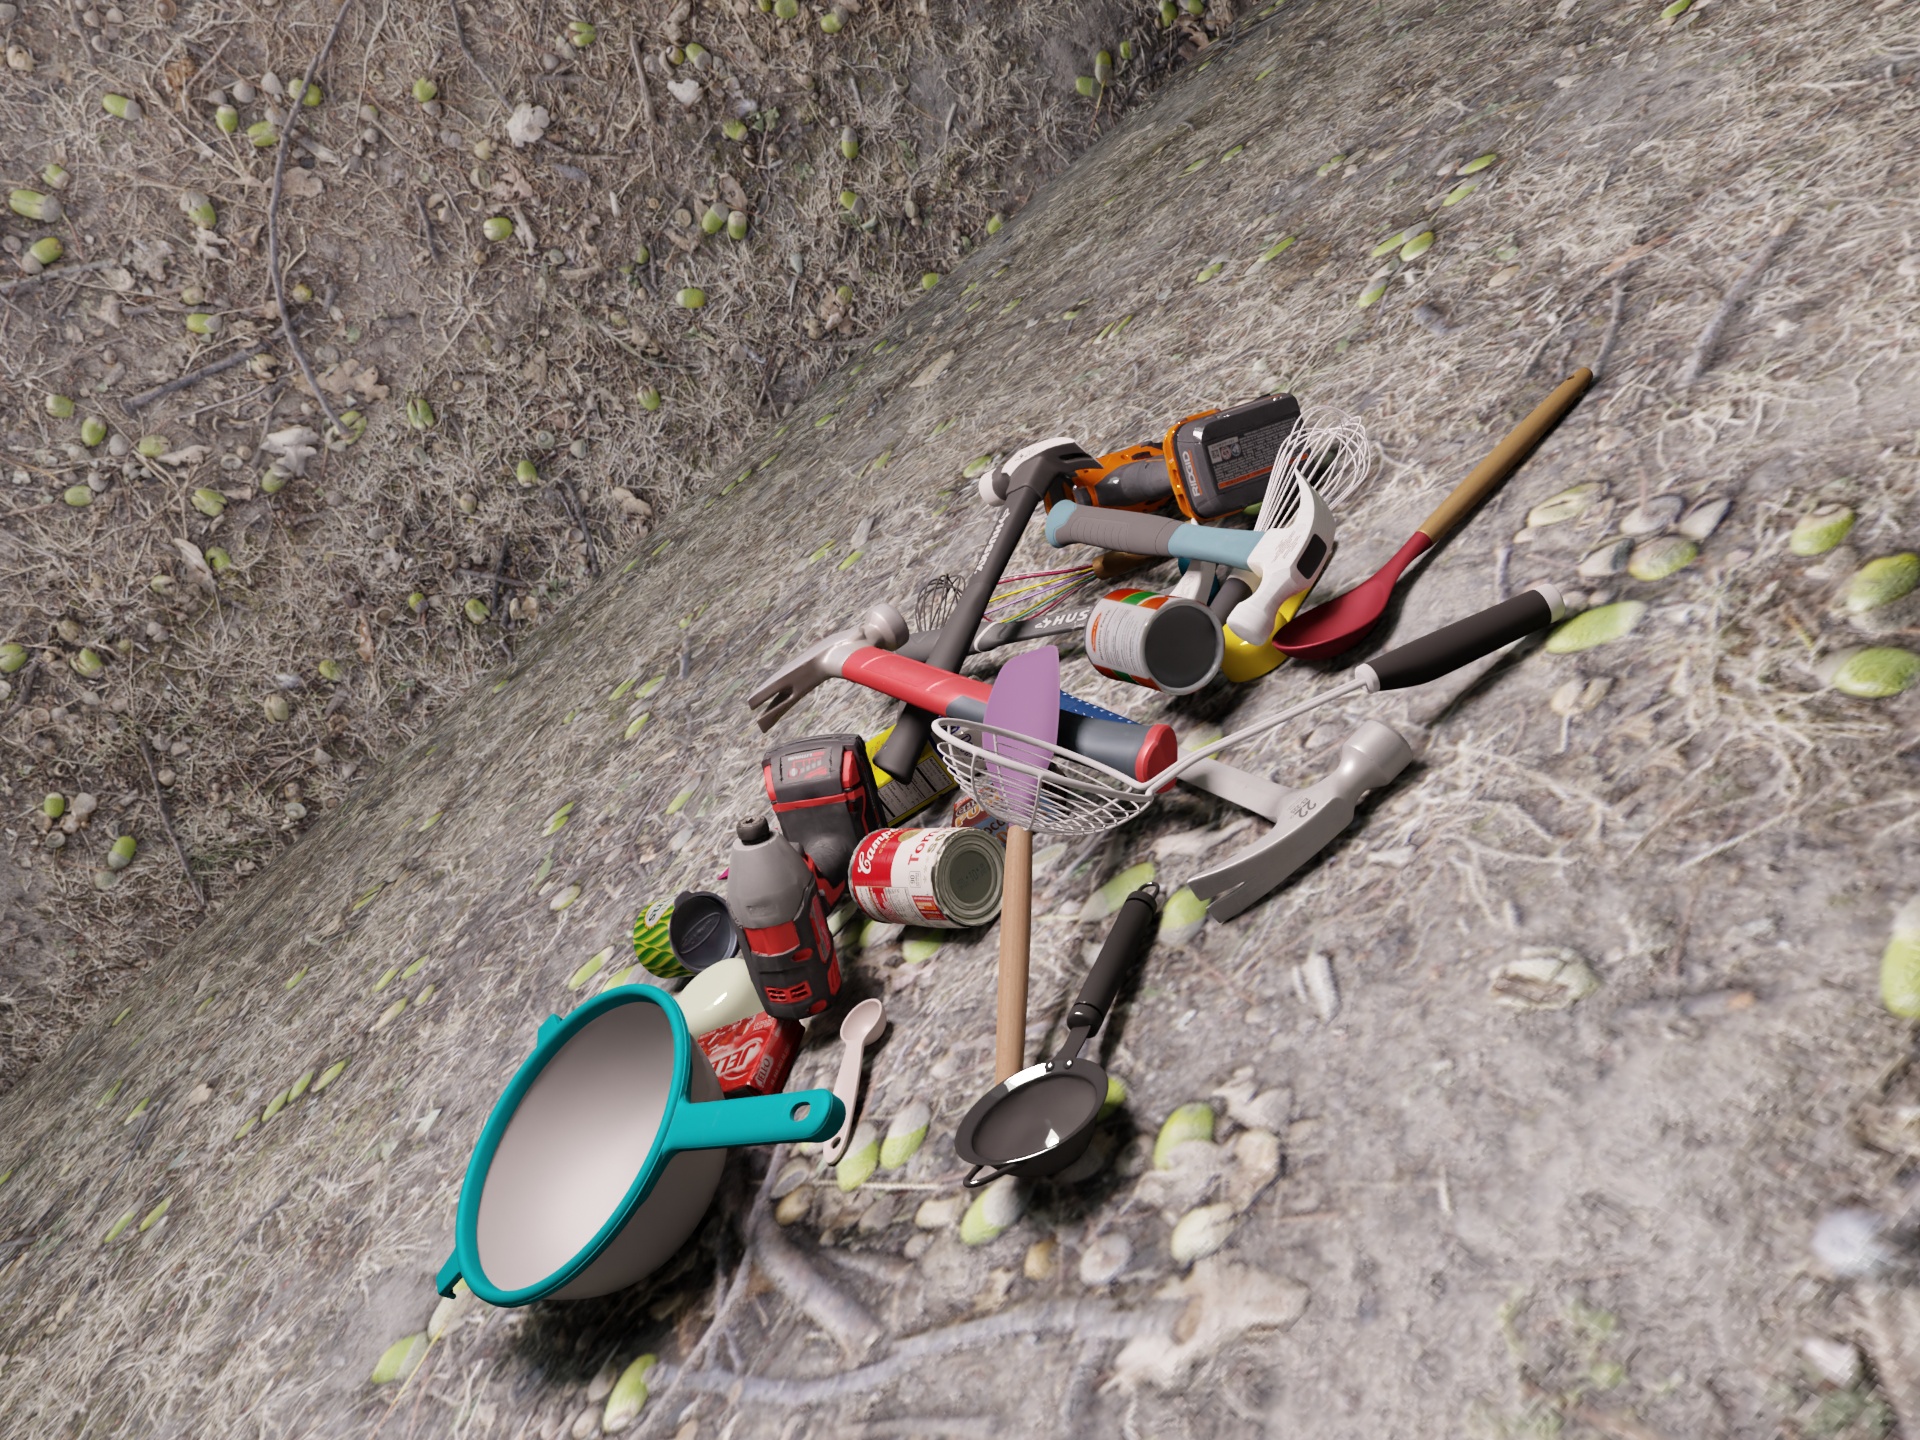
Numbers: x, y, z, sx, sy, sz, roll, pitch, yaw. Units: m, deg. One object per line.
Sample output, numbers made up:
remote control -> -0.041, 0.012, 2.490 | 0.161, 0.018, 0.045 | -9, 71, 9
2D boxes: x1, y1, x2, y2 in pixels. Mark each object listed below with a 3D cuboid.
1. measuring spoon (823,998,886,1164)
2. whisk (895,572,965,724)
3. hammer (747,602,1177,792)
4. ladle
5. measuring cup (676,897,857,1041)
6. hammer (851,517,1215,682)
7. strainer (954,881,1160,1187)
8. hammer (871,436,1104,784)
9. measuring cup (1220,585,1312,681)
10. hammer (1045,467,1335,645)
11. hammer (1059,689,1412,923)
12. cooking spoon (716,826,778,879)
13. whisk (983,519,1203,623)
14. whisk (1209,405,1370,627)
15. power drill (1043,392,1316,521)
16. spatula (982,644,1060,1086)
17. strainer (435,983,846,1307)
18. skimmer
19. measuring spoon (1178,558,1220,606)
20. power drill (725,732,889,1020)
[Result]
measuring spoon -> -0.066, 0.229, 1.003 | 0.034, 0.018, 0.124 | -26, 32, 29
whisk -> -0.030, -0.061, 1.466 | 0.055, 0.055, 0.239 | -26, 29, 29
hammer -> -0.002, -0.004, 1.103 | 0.143, 0.038, 0.387 | -36, 31, -23
ladle -> 0.328, -0.140, 1.074 | 0.315, 0.031, 0.069 | -43, 24, -15
measuring cup -> -0.145, 0.180, 1.184 | 0.167, 0.038, 0.083 | -42, 22, -11
hammer -> 0.040, -0.077, 1.331 | 0.409, 0.036, 0.149 | -7, 44, 45
strainer -> 0.067, 0.170, 0.865 | 0.087, 0.050, 0.258 | -14, 26, 36
hammer -> 0.012, -0.093, 1.281 | 0.146, 0.035, 0.335 | -16, 43, 54
measuring cup -> 0.226, -0.090, 1.130 | 0.062, 0.029, 0.156 | -11, 36, 50
hammer -> 0.157, -0.135, 1.193 | 0.128, 0.033, 0.331 | -53, 28, -8
hammer -> 0.126, 0.025, 1.059 | 0.144, 0.035, 0.406 | -43, 22, -9
cooking spoon -> -0.169, 0.129, 1.271 | 0.069, 0.017, 0.319 | -40, 8, -2
whisk -> 0.104, -0.125, 1.388 | 0.245, 0.047, 0.051 | -20, 40, 31
whisk -> 0.227, -0.126, 1.179 | 0.070, 0.070, 0.285 | -2, 48, 57
power drill -> 0.192, -0.213, 1.339 | 0.164, 0.084, 0.226 | -22, 10, -27
spatula -> 0.033, 0.089, 0.955 | 0.060, 0.018, 0.316 | -20, 50, 31
strainer -> -0.170, 0.267, 0.973 | 0.340, 0.095, 0.211 | -17, 44, 39
skimmer -> 0.166, -0.026, 0.895 | 0.363, 0.090, 0.127 | -23, 13, -4
measuring spoon -> 0.189, -0.115, 1.250 | 0.042, 0.021, 0.129 | -31, 23, 20
power drill -> -0.113, 0.098, 1.132 | 0.078, 0.143, 0.220 | -10, 22, 11
